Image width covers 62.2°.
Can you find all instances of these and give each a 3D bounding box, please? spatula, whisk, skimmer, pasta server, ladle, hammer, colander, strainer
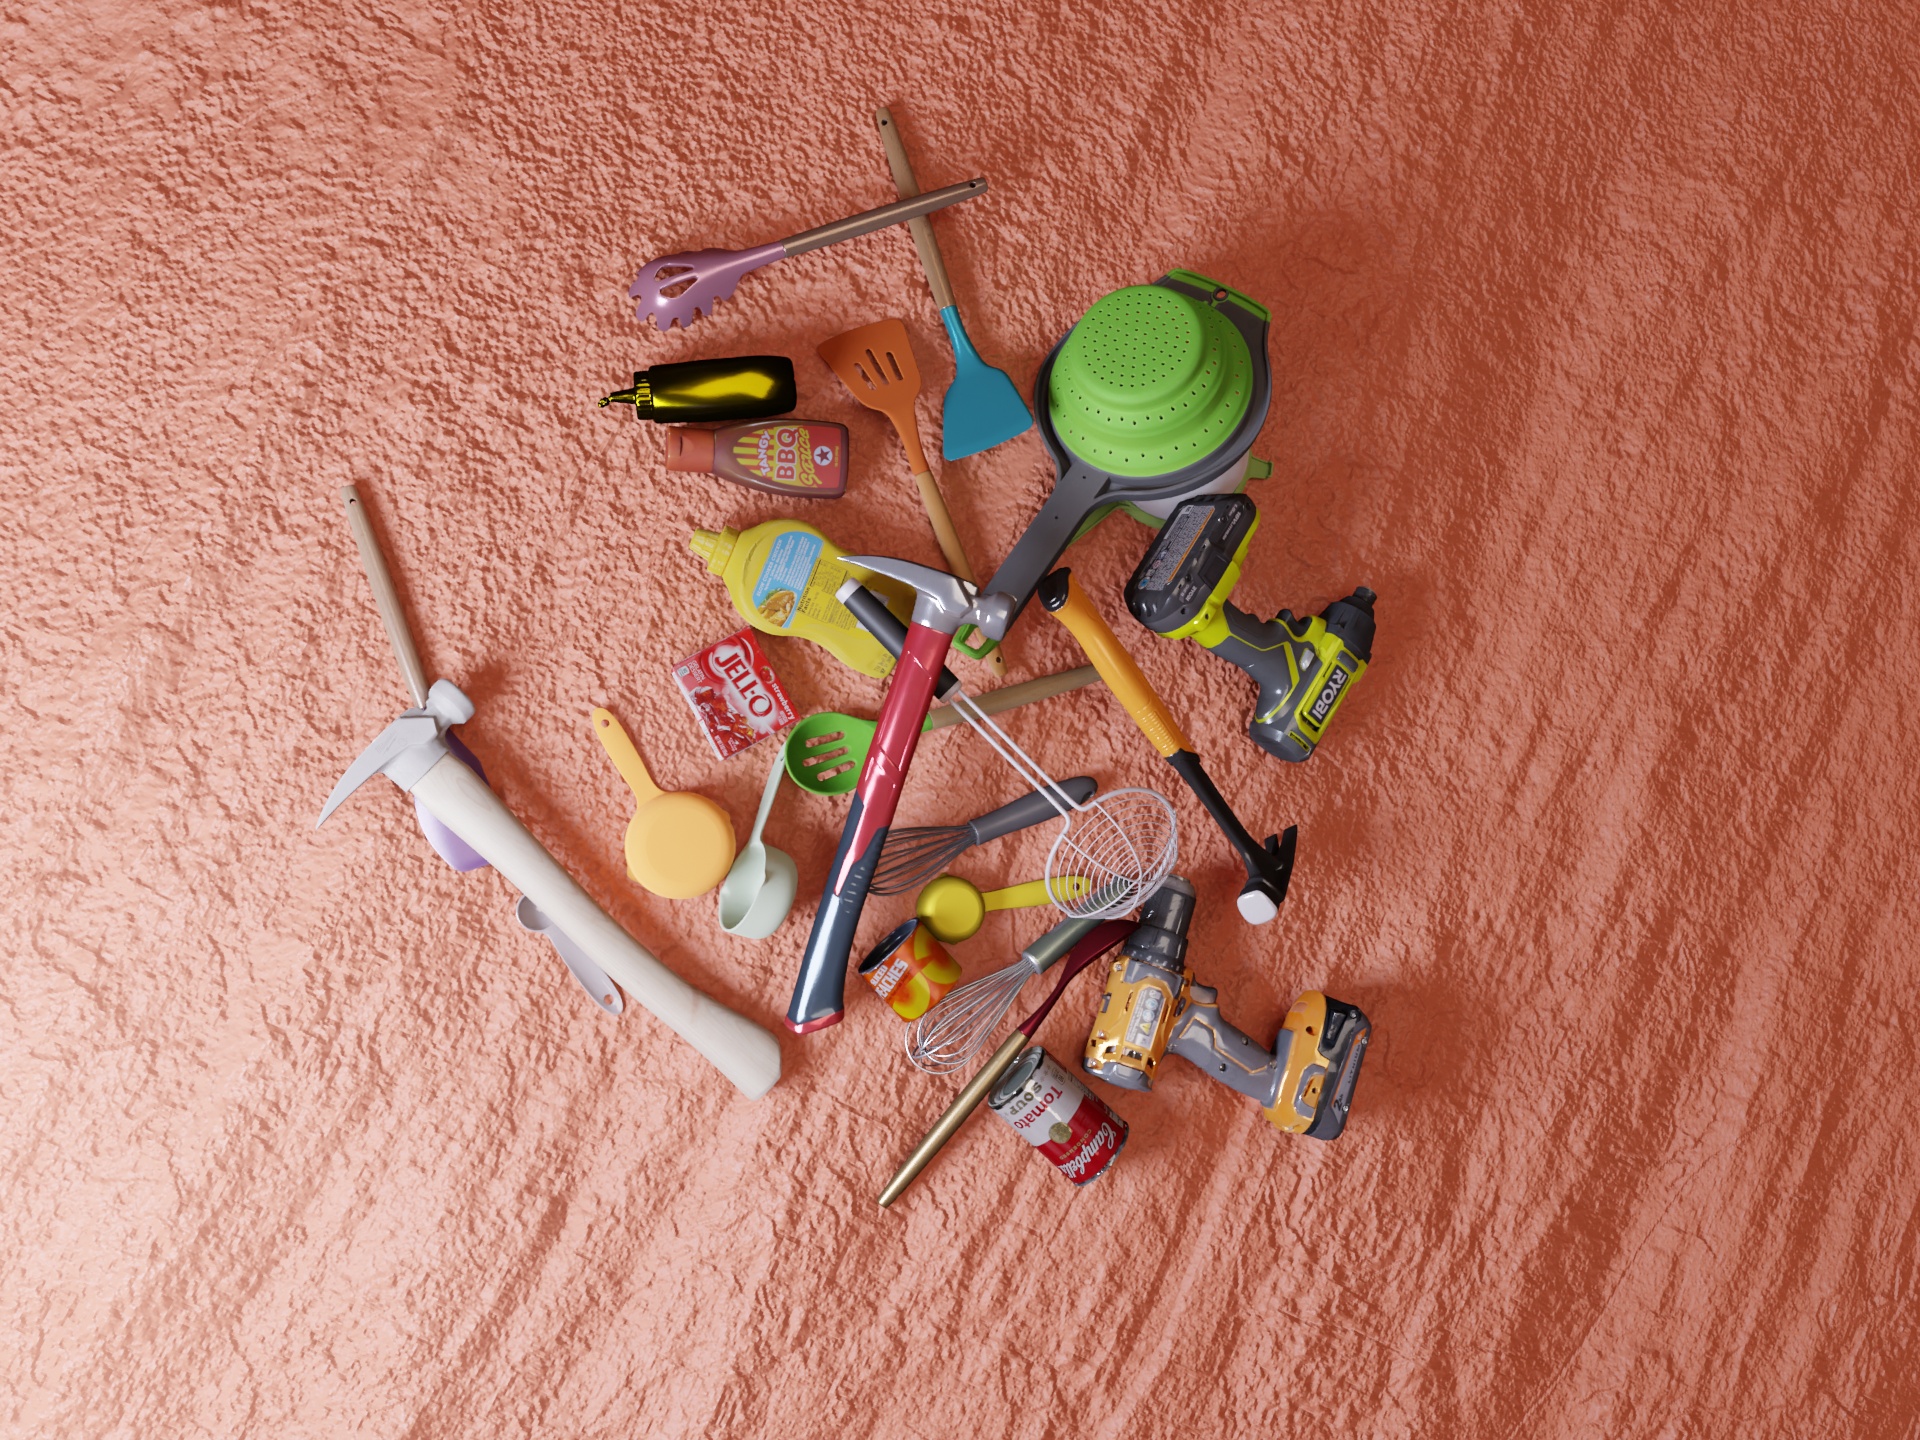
[{"bbox_3d":[-0.431,-0.033,1.249,0.060,0.018,0.316,-19,92,-17],"label":"spatula"},{"bbox_3d":[0.054,0.209,1.341,0.246,0.058,0.059,-37,87,-18],"label":"whisk"},{"bbox_3d":[0.034,0.019,1.310,0.363,0.090,0.127,45,91,-2],"label":"skimmer"},{"bbox_3d":[-0.124,-0.401,1.332,0.316,0.040,0.060,-21,92,-11],"label":"pasta server"},{"bbox_3d":[0.037,0.280,1.320,0.031,0.069,0.315,40,88,13],"label":"ladle"},{"bbox_3d":[-0.083,0.063,1.259,0.143,0.038,0.386,19,98,5],"label":"hammer"},{"bbox_3d":[-0.025,-0.188,1.362,0.081,0.041,0.322,-23,96,-16],"label":"spatula"},{"bbox_3d":[0.108,-0.228,1.321,0.205,0.094,0.397,32,83,23],"label":"colander"},{"bbox_3d":[-0.303,0.159,1.242,0.410,0.038,0.146,45,66,-11],"label":"hammer"},{"bbox_3d":[0.012,0.092,1.339,0.239,0.055,0.055,-20,91,-19],"label":"whisk"},{"bbox_3d":[0.157,-0.214,1.384,0.256,0.069,0.151,-39,96,-15],"label":"strainer"},{"bbox_3d":[-0.020,-0.380,1.362,0.082,0.044,0.317,-19,87,15],"label":"spatula"},{"bbox_3d":[0.175,0.009,1.332,0.336,0.034,0.127,53,32,-13],"label":"hammer"}]

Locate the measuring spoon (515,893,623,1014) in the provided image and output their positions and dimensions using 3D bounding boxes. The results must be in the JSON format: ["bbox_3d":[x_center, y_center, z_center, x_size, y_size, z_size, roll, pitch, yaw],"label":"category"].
[{"bbox_3d":[-0.311,0.186,1.268,0.034,0.018,0.124,-41,103,-26],"label":"measuring spoon"}]

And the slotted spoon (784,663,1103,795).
[{"bbox_3d":[-0.002,-0.004,1.349,0.313,0.031,0.070,-17,84,-18],"label":"slotted spoon"}]

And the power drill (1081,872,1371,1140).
[{"bbox_3d":[0.233,0.248,1.368,0.226,0.084,0.185,20,80,-8],"label":"power drill"}]

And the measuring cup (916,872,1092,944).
[{"bbox_3d":[0.041,0.152,1.348,0.156,0.029,0.062,-9,88,-13],"label":"measuring cup"}]

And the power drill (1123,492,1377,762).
[{"bbox_3d":[0.263,-0.092,1.382,0.223,0.080,0.171,37,79,-26],"label":"power drill"}]

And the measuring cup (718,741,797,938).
[{"bbox_3d":[-0.150,0.098,1.294,0.038,0.083,0.168,26,63,-25],"label":"measuring cup"}]

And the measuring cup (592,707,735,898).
[{"bbox_3d":[-0.245,0.064,1.270,0.095,0.052,0.173,-32,96,-14],"label":"measuring cup"}]
